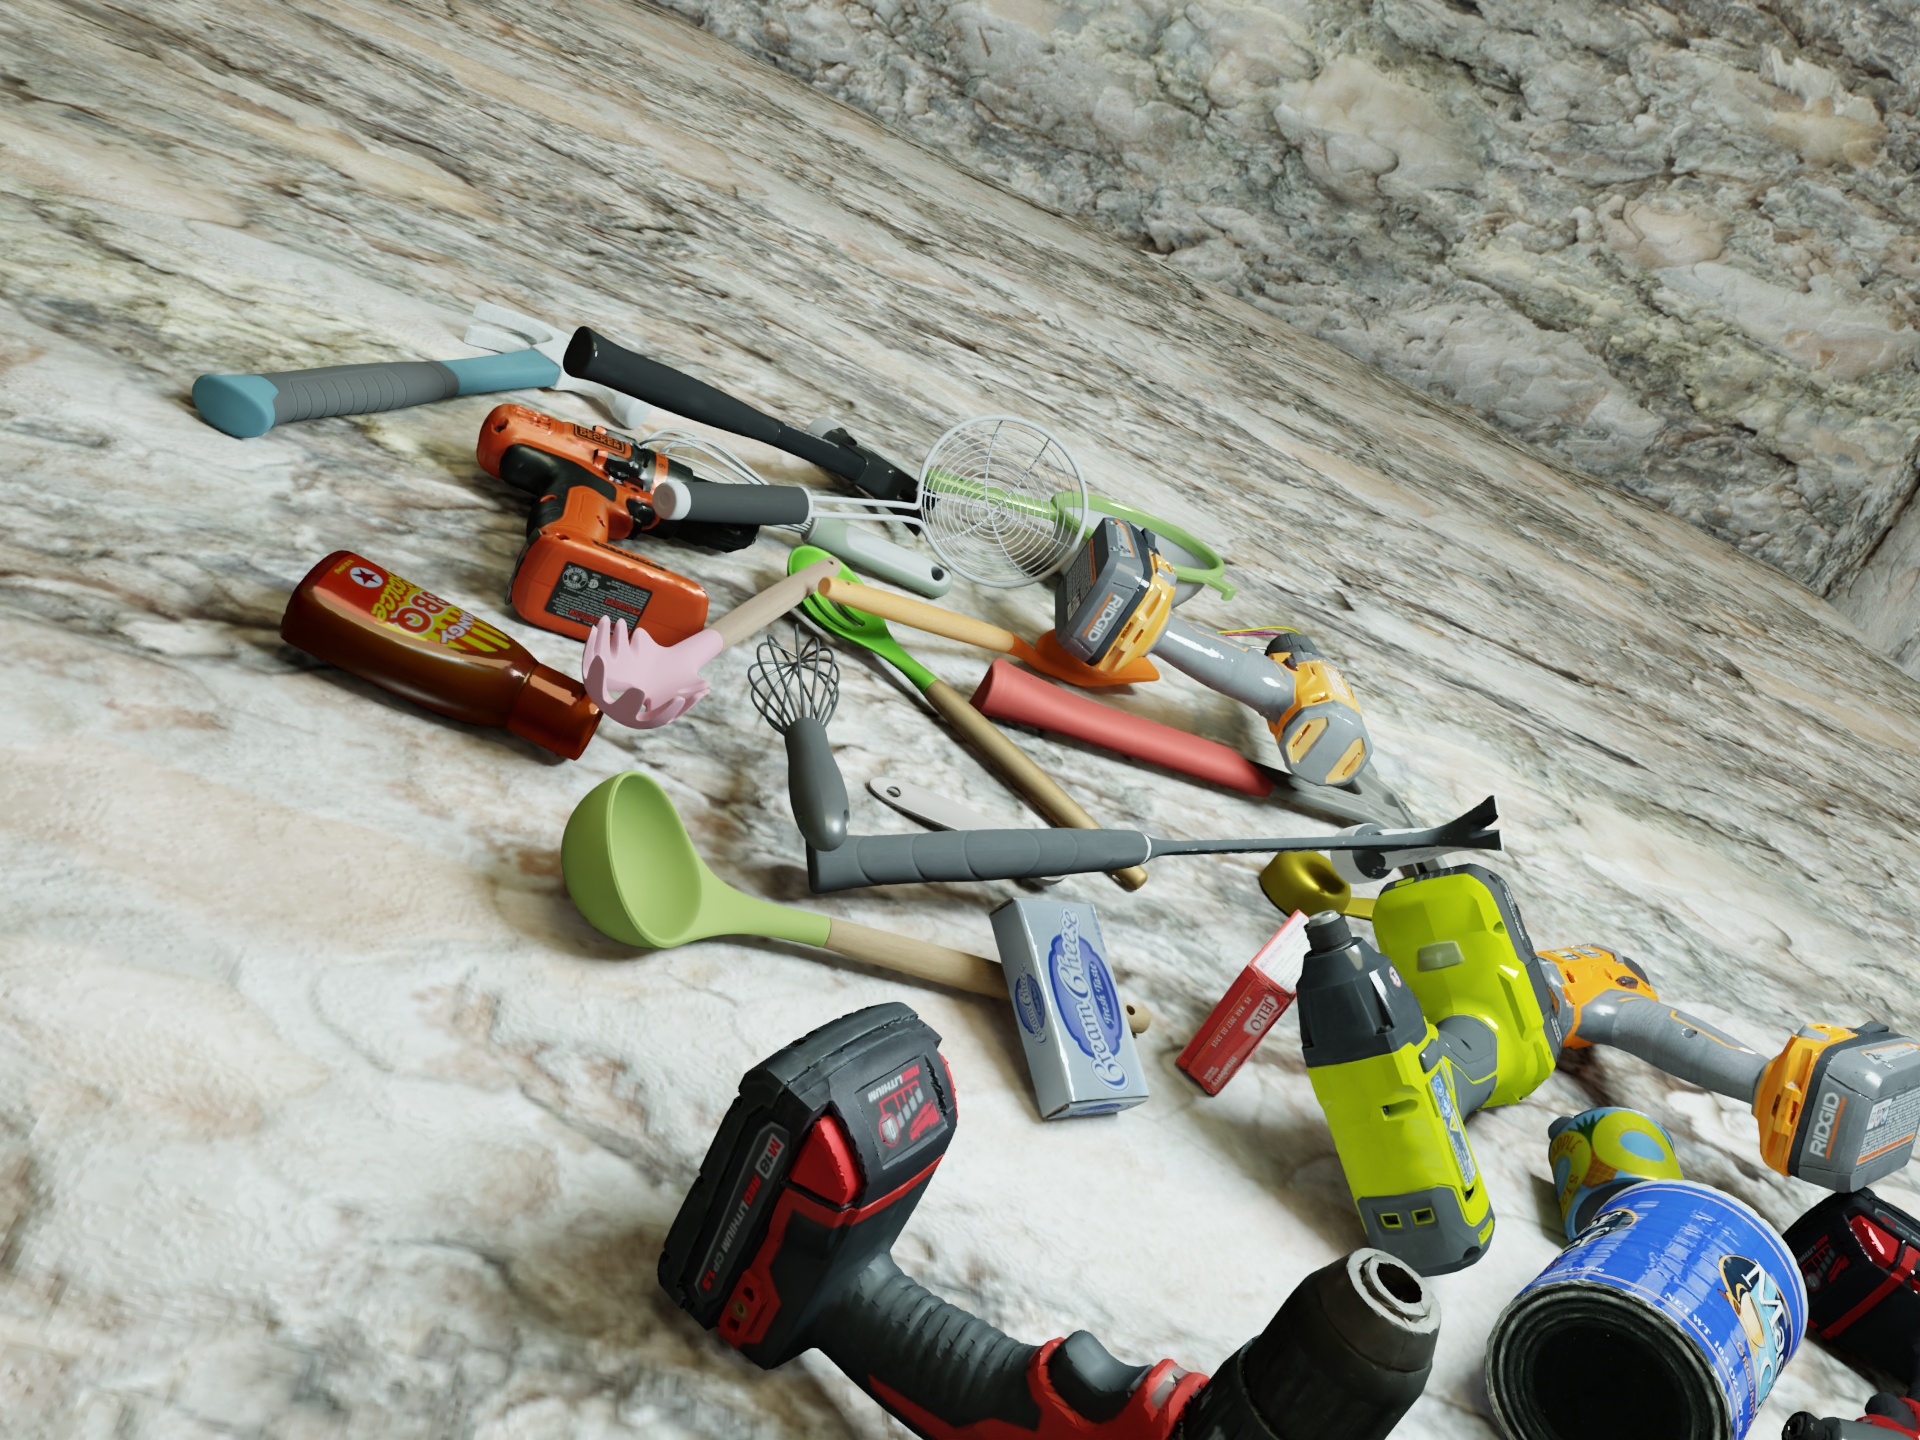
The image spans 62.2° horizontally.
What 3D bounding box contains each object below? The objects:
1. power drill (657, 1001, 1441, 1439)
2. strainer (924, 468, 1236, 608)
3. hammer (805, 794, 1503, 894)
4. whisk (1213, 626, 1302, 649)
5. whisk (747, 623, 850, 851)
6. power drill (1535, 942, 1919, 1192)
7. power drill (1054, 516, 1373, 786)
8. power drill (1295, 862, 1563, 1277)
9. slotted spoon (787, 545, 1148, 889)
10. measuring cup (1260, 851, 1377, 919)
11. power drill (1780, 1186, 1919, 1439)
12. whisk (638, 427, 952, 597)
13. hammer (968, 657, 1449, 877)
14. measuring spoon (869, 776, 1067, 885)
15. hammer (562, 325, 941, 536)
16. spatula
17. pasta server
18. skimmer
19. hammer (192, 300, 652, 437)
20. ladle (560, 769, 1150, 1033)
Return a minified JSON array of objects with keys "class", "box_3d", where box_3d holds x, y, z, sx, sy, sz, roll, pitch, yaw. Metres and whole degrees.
[{"class":"power drill","box_3d":[0.025,0.189,0.509,0.227,0.187,0.080,37,26,23]},{"class":"strainer","box_3d":[0.082,-0.135,1.261,0.256,0.069,0.152,14,23,-17]},{"class":"hammer","box_3d":[0.109,0.070,0.856,0.408,0.149,0.036,0,78,-26]},{"class":"whisk","box_3d":[0.186,-0.065,1.269,0.244,0.047,0.051,10,34,-29]},{"class":"whisk","box_3d":[-0.080,0.006,0.834,0.055,0.055,0.239,20,18,-18]},{"class":"power drill","box_3d":[0.455,0.197,0.972,0.164,0.084,0.227,2,12,-43]},{"class":"power drill","box_3d":[0.180,-0.055,1.131,0.226,0.084,0.185,29,22,-9]},{"class":"power drill","box_3d":[0.241,0.159,0.826,0.223,0.080,0.171,-19,90,-59]},{"class":"slotted spoon","box_3d":[-0.002,-0.003,0.990,0.314,0.031,0.070,43,30,20]},{"class":"measuring cup","box_3d":[0.266,0.113,1.047,0.156,0.029,0.062,11,32,-30]},{"class":"power drill","box_3d":[0.482,0.347,0.812,0.143,0.078,0.220,33,29,8]},{"class":"whisk","box_3d":[-0.110,-0.137,1.094,0.246,0.059,0.058,21,59,-26]},{"class":"hammer","box_3d":[0.170,0.032,1.088,0.358,0.036,0.149,17,29,-24]},{"class":"measuring spoon","box_3d":[0.004,0.063,0.898,0.124,0.018,0.034,24,43,2]},{"class":"hammer","box_3d":[-0.143,-0.203,1.097,0.146,0.035,0.334,38,14,29]},{"class":"spatula","box_3d":[0.021,-0.065,1.070,0.322,0.041,0.081,13,31,-52]},{"class":"pasta server","box_3d":[-0.121,-0.056,0.871,0.060,0.040,0.316,39,24,1]},{"class":"skimmer","box_3d":[-0.044,-0.147,1.044,0.363,0.090,0.127,-8,87,-55]},{"class":"hammer","box_3d":[-0.339,-0.216,1.016,0.128,0.033,0.331,36,27,11]},{"class":"ladle","box_3d":[-0.035,0.100,0.746,0.320,0.062,0.078,20,46,-25]}]
